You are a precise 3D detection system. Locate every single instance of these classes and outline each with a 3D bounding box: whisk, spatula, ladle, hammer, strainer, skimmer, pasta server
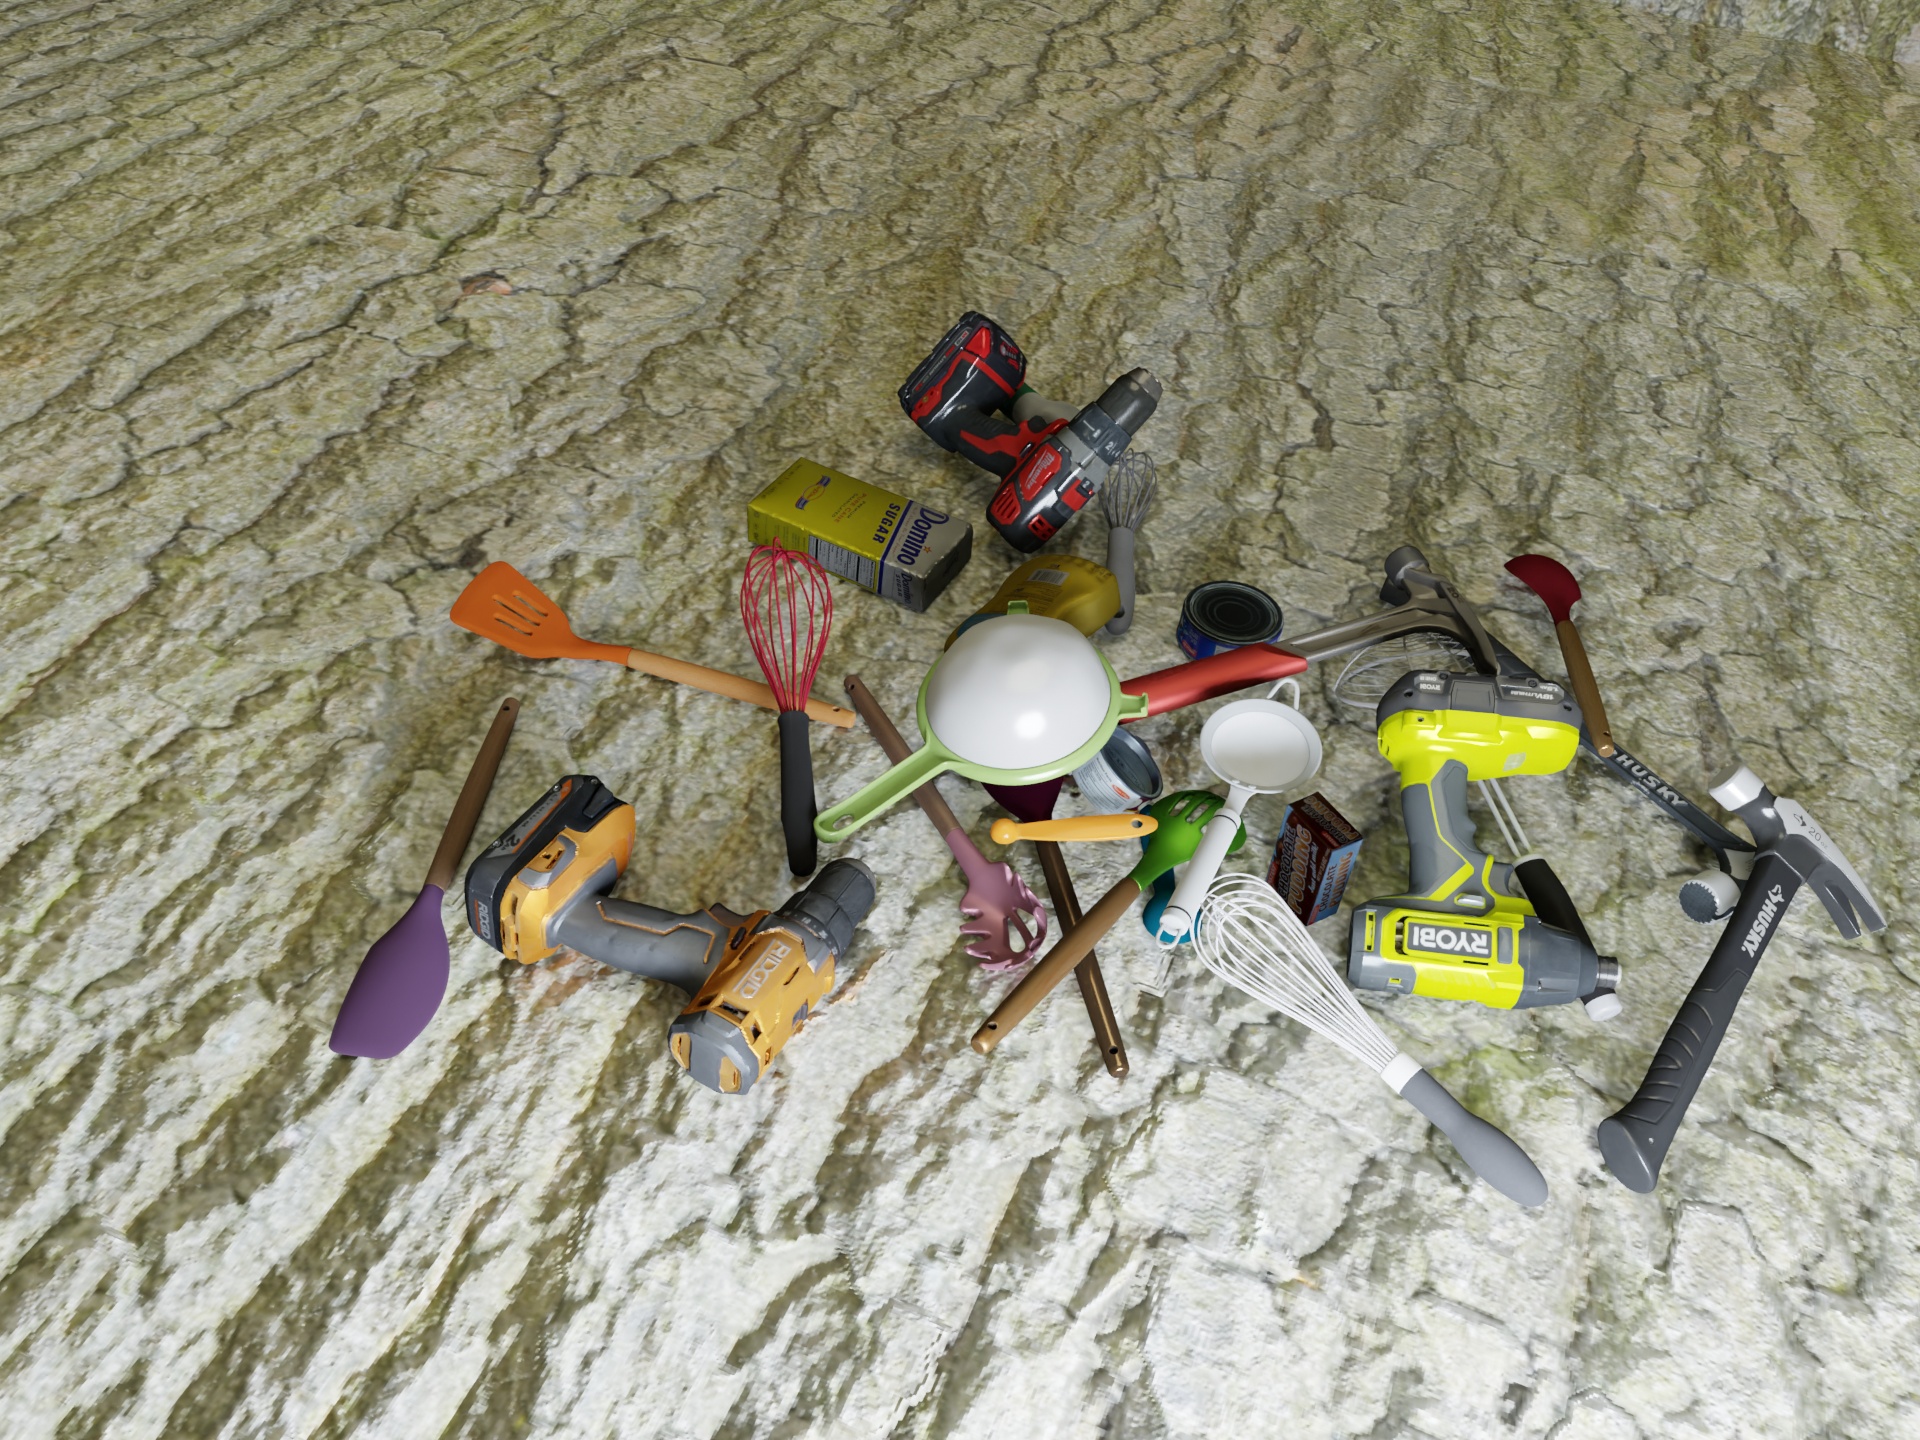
[{"bbox_3d":[0.144,-0.159,1.394,0.055,0.055,0.239,7,47,1],"label":"whisk"},{"bbox_3d":[-0.349,0.097,1.084,0.060,0.018,0.316,7,44,0],"label":"spatula"},{"bbox_3d":[0.495,-0.062,1.295,0.069,0.031,0.316,18,34,-2],"label":"ladle"},{"bbox_3d":[0.487,-0.006,1.272,0.149,0.036,0.409,-20,49,-26],"label":"hammer"},{"bbox_3d":[0.213,-0.032,1.206,0.359,0.036,0.149,-16,47,-3],"label":"hammer"},{"bbox_3d":[-0.124,-0.017,1.178,0.073,0.073,0.296,-2,57,-8],"label":"whisk"},{"bbox_3d":[0.257,0.201,1.016,0.070,0.070,0.285,-29,58,-32],"label":"whisk"},{"bbox_3d":[-0.234,-0.049,1.236,0.322,0.041,0.081,16,44,9],"label":"spatula"},{"bbox_3d":[0.184,0.066,1.098,0.087,0.050,0.258,20,47,17],"label":"strainer"},{"bbox_3d":[0.509,0.180,1.055,0.146,0.035,0.335,44,58,2],"label":"hammer"},{"bbox_3d":[0.392,0.068,1.187,0.127,0.090,0.364,-14,56,-4],"label":"skimmer"},{"bbox_3d":[-0.021,0.062,1.142,0.060,0.040,0.317,-46,48,11],"label":"pasta server"},{"bbox_3d":[-0.002,-0.004,1.123,0.256,0.069,0.152,-34,54,-21],"label":"strainer"}]

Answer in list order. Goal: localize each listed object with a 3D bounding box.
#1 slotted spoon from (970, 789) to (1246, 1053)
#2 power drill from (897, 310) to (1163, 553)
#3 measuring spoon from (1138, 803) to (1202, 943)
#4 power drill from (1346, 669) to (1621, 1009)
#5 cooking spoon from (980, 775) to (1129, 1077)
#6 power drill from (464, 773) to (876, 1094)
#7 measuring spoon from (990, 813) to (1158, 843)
[{"bbox_3d":[0.103,0.125,1.060,0.070,0.031,0.314,29,43,24],"label":"slotted spoon"},{"bbox_3d":[0.063,-0.276,1.421,0.188,0.080,0.227,-47,51,11],"label":"power drill"},{"bbox_3d":[0.144,0.102,1.129,0.042,0.021,0.129,0,44,-6],"label":"measuring spoon"},{"bbox_3d":[0.358,0.084,1.087,0.171,0.080,0.223,5,64,11],"label":"power drill"},{"bbox_3d":[0.066,0.102,1.100,0.069,0.017,0.319,-16,52,-1],"label":"cooking spoon"},{"bbox_3d":[-0.180,0.120,1.036,0.226,0.084,0.185,26,46,14],"label":"power drill"},{"bbox_3d":[0.079,0.073,1.104,0.117,0.011,0.021,-3,51,0],"label":"measuring spoon"}]
